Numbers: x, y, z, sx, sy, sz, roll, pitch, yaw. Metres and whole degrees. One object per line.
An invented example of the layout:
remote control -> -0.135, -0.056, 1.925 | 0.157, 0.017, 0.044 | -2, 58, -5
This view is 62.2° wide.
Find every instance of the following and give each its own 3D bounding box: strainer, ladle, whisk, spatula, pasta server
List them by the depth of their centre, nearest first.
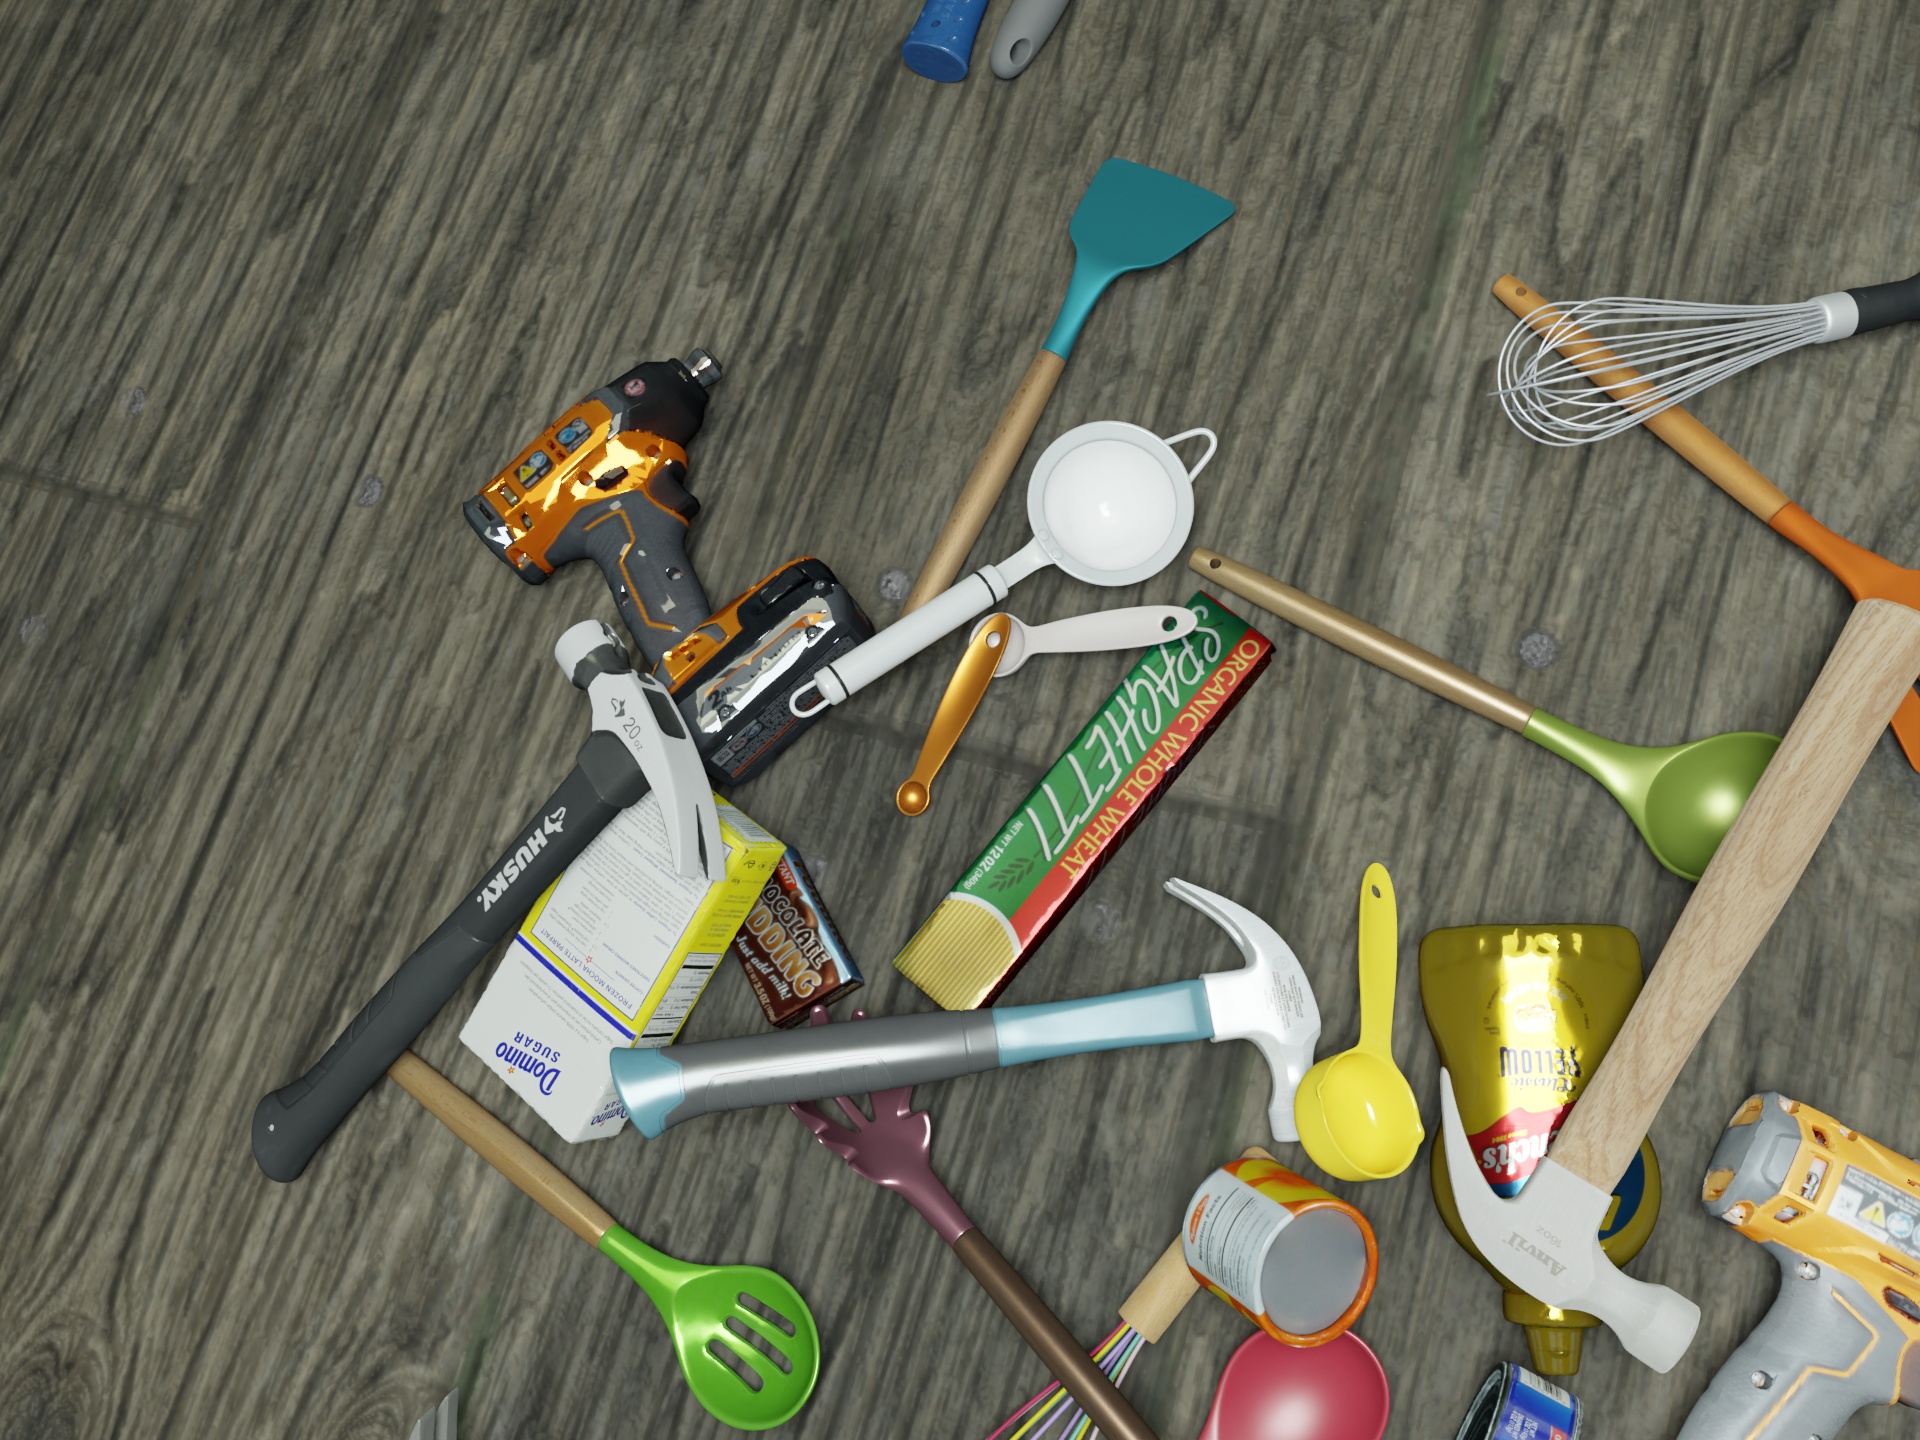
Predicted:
ladle -> 0.063, 0.381, 0.715 | 0.315, 0.031, 0.069 | -40, 71, 1
pasta server -> 0.019, 0.252, 0.721 | 0.060, 0.040, 0.316 | -32, 56, -24
whisk -> 0.068, 0.298, 0.733 | 0.047, 0.051, 0.245 | 41, 82, -3
ladle -> 0.251, -0.016, 0.768 | 0.320, 0.062, 0.078 | 29, 83, 20
whisk -> 0.390, -0.188, 0.768 | 0.284, 0.070, 0.070 | -14, 73, -6
spatula -> 0.383, -0.114, 0.785 | 0.081, 0.041, 0.323 | -40, 67, -1
strainer -> 0.021, -0.075, 0.817 | 0.258, 0.050, 0.087 | -33, 86, -11
spatula -> 0.042, -0.171, 0.869 | 0.082, 0.044, 0.317 | 27, 87, 16
whisk -> 0.084, -0.478, 0.932 | 0.055, 0.055, 0.239 | 30, 88, 17

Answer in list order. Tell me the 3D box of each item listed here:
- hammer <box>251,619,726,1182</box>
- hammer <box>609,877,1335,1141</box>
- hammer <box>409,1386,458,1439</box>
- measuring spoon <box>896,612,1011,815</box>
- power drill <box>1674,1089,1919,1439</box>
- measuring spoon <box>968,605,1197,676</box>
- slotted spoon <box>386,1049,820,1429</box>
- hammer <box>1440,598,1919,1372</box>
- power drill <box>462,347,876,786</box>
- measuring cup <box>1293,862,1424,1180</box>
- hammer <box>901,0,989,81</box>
hammer -> -0.248, 0.116, 0.795 | 0.334, 0.035, 0.146 | -46, 61, 14
hammer -> 0.003, 0.152, 0.747 | 0.331, 0.033, 0.128 | -7, 77, -3
hammer -> -0.062, 0.398, 0.697 | 0.410, 0.038, 0.146 | 3, 96, 14
measuring spoon -> -0.001, -0.003, 0.830 | 0.021, 0.011, 0.117 | 26, 90, 29
power drill -> 0.374, 0.293, 0.650 | 0.185, 0.084, 0.226 | 27, 77, 15
measuring spoon -> 0.064, -0.043, 0.820 | 0.124, 0.018, 0.034 | -6, 78, 24
slotted spoon -> -0.195, 0.243, 0.804 | 0.314, 0.031, 0.070 | 31, 83, 19
hammer -> 0.315, 0.092, 0.672 | 0.130, 0.031, 0.331 | 30, 84, 19
power drill -> -0.146, -0.094, 0.857 | 0.164, 0.084, 0.227 | -43, 68, -2
measuring cup -> 0.185, 0.139, 0.743 | 0.062, 0.029, 0.157 | 26, 54, -19
hammer -> 0.054, -0.571, 0.965 | 0.144, 0.035, 0.405 | 20, 80, 15
